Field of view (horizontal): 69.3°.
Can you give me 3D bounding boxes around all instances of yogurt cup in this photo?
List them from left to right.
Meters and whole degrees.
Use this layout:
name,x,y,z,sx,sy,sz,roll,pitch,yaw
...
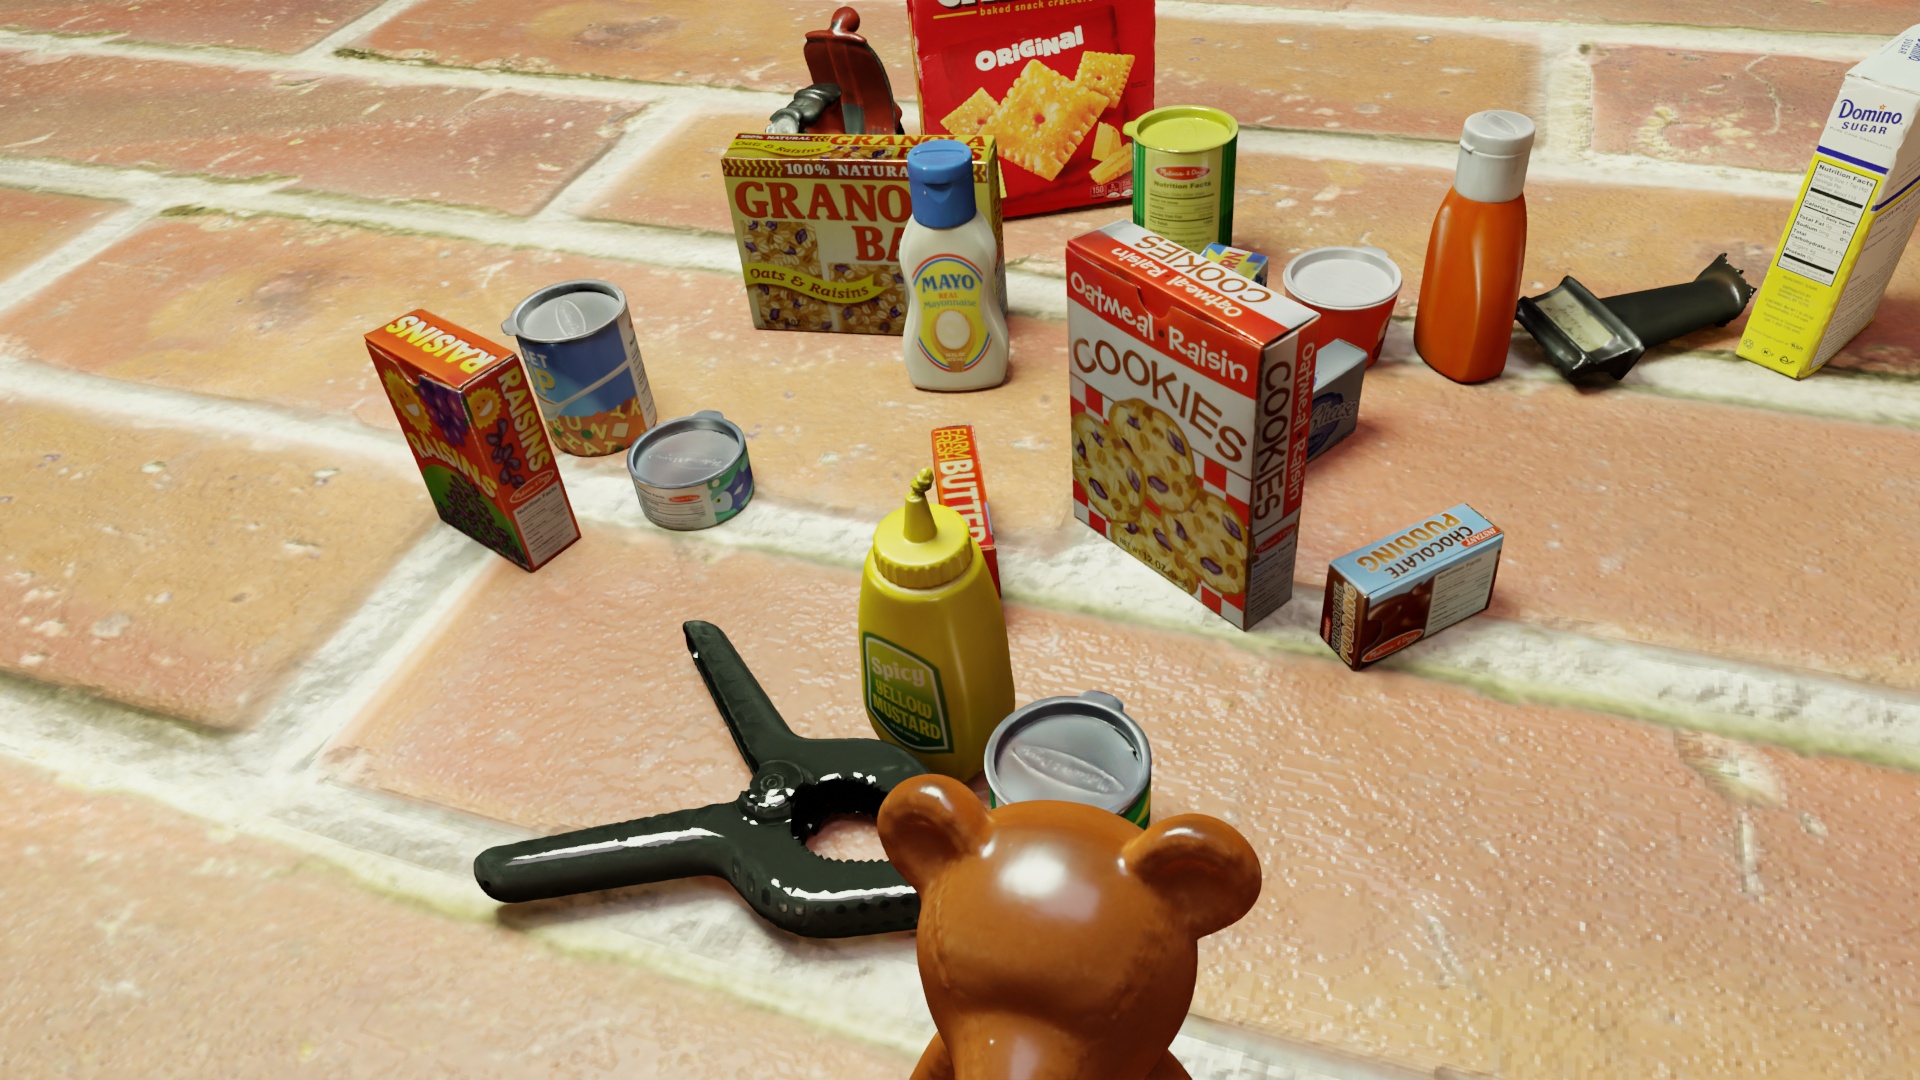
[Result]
name,x,y,z,sx,sy,sz,roll,pitch,yaw
yogurt cup,0.226,-0.136,0.830,0.072,0.053,0.073,-3,41,3

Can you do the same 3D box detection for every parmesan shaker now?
name,x,y,z,sx,sy,sz,roll,pitch,yaw
parmesan shaker,0.141,-0.219,0.898,0.071,0.102,0.072,-3,41,3

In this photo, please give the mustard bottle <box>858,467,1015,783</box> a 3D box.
name,x,y,z,sx,sy,sz,roll,pitch,yaw
mustard bottle,-0.013,0.034,0.582,0.065,0.159,0.049,22,48,28

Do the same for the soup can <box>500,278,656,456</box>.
name,x,y,z,sx,sy,sz,roll,pitch,yaw
soup can,-0.223,-0.101,0.818,0.071,0.083,0.072,-3,41,3

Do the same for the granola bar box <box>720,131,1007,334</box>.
name,x,y,z,sx,sy,sz,roll,pitch,yaw
granola bar box,-0.056,-0.191,0.872,0.165,0.123,0.039,4,42,11

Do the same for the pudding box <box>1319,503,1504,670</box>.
name,x,y,z,sx,sy,sz,roll,pitch,yaw
pudding box,0.212,0.021,0.654,0.084,0.049,0.030,-22,43,-18

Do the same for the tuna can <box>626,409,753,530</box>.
name,x,y,z,sx,sy,sz,roll,pitch,yaw
tuna can,-0.150,-0.040,0.778,0.071,0.032,0.071,-3,41,3

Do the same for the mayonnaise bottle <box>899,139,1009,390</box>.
name,x,y,z,sx,sy,sz,roll,pitch,yaw
mayonnaise bottle,-0.007,-0.157,0.809,0.065,0.147,0.041,-2,41,5

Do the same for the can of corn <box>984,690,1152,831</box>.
name,x,y,z,sx,sy,sz,roll,pitch,yaw
can of corn,0.046,0.106,0.569,0.071,0.058,0.071,-3,41,3

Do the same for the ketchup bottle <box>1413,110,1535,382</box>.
name,x,y,z,sx,sy,sz,roll,pitch,yaw
ketchup bottle,0.291,-0.166,0.784,0.043,0.148,0.065,-13,41,-9

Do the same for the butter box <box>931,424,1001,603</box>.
name,x,y,z,sx,sy,sz,roll,pitch,yaw
butter box,0.003,-0.009,0.710,0.024,0.052,0.104,-7,41,-2

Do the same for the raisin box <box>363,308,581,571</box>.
name,x,y,z,sx,sy,sz,roll,pitch,yaw
raisin box,-0.258,-0.053,0.737,0.086,0.122,0.040,26,50,31

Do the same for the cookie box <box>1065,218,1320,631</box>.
name,x,y,z,sx,sy,sz,roll,pitch,yaw
cookie box,0.105,-0.054,0.664,0.040,0.166,0.123,-30,47,-26

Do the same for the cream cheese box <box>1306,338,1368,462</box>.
name,x,y,z,sx,sy,sz,roll,pitch,yaw
cream cheese box,0.177,-0.063,0.752,0.104,0.053,0.024,-31,47,-26

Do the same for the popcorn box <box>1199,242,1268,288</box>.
name,x,y,z,sx,sy,sz,roll,pitch,yaw
popcorn box,0.129,-0.097,0.772,0.038,0.084,0.127,18,46,25
